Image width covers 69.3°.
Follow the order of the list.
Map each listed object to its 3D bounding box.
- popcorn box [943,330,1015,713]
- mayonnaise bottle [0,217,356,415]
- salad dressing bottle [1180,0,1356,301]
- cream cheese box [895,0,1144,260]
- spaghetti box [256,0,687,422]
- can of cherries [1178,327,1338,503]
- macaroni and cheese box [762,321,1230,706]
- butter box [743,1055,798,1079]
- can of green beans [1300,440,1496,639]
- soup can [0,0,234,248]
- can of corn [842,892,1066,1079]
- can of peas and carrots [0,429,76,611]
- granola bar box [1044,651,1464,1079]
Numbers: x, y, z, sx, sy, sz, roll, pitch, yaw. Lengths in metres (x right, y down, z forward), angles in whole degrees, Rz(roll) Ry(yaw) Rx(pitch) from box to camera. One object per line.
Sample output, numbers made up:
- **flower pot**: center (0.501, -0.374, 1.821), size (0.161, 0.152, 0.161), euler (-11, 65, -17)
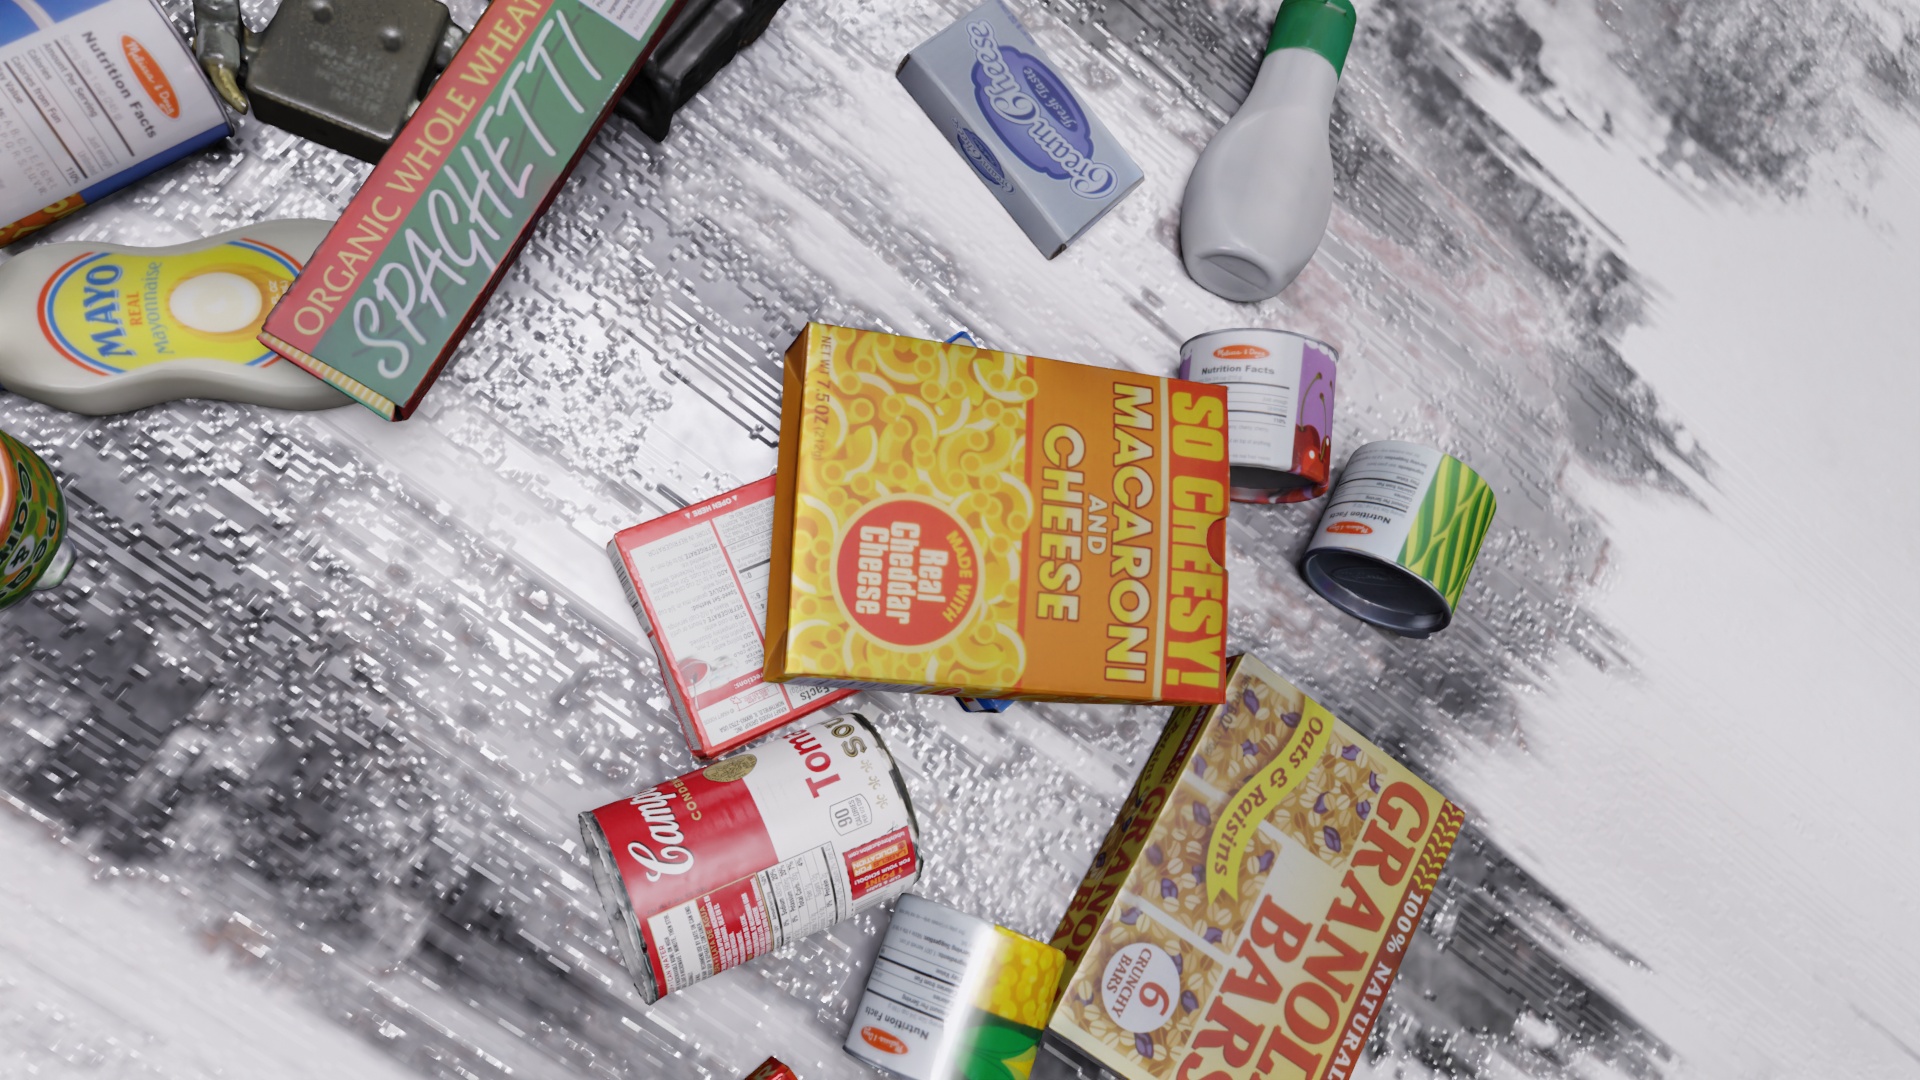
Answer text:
- **popcorn box**: center (0.002, -0.007, 0.546), size (0.085, 0.038, 0.126), euler (-38, 94, -22)
- **mayonnaise bottle**: center (-0.273, -0.070, 0.457), size (0.148, 0.041, 0.065), euler (-8, 85, -21)
- **salad dressing bottle**: center (0.143, -0.181, 0.625), size (0.064, 0.044, 0.148), euler (25, 72, -12)
- **cream cheese box**: center (0.026, -0.177, 0.592), size (0.053, 0.024, 0.103), euler (-42, 96, -21)
- **spaghetti box**: center (-0.143, -0.155, 0.470), size (0.050, 0.028, 0.250), euler (32, 77, -13)
- **can of cherries**: center (0.124, -0.050, 0.584), size (0.071, 0.071, 0.058), euler (10, 78, -18)
- **macaroni and cheese box**: center (0.017, -0.005, 0.507), size (0.167, 0.040, 0.124), euler (6, 79, -19)
- **butter box**: center (-0.054, 0.240, 0.488), size (0.053, 0.024, 0.103), euler (-36, 93, -21)
- **can of green beans**: center (0.188, -0.002, 0.596), size (0.071, 0.071, 0.058), euler (34, 71, -11)
- **soup can**: center (-0.296, -0.144, 0.451), size (0.084, 0.071, 0.071), euler (-37, 94, -21)
- **can of corn**: center (0.000, 0.166, 0.500), size (0.071, 0.071, 0.058), euler (25, 73, -14)
- **can of peas and carrots**: center (-0.315, -0.009, 0.422), size (0.071, 0.058, 0.071), euler (3, 80, -19)
- **granola bar box**: center (0.115, 0.148, 0.558), size (0.124, 0.039, 0.166), euler (36, 71, -10)
